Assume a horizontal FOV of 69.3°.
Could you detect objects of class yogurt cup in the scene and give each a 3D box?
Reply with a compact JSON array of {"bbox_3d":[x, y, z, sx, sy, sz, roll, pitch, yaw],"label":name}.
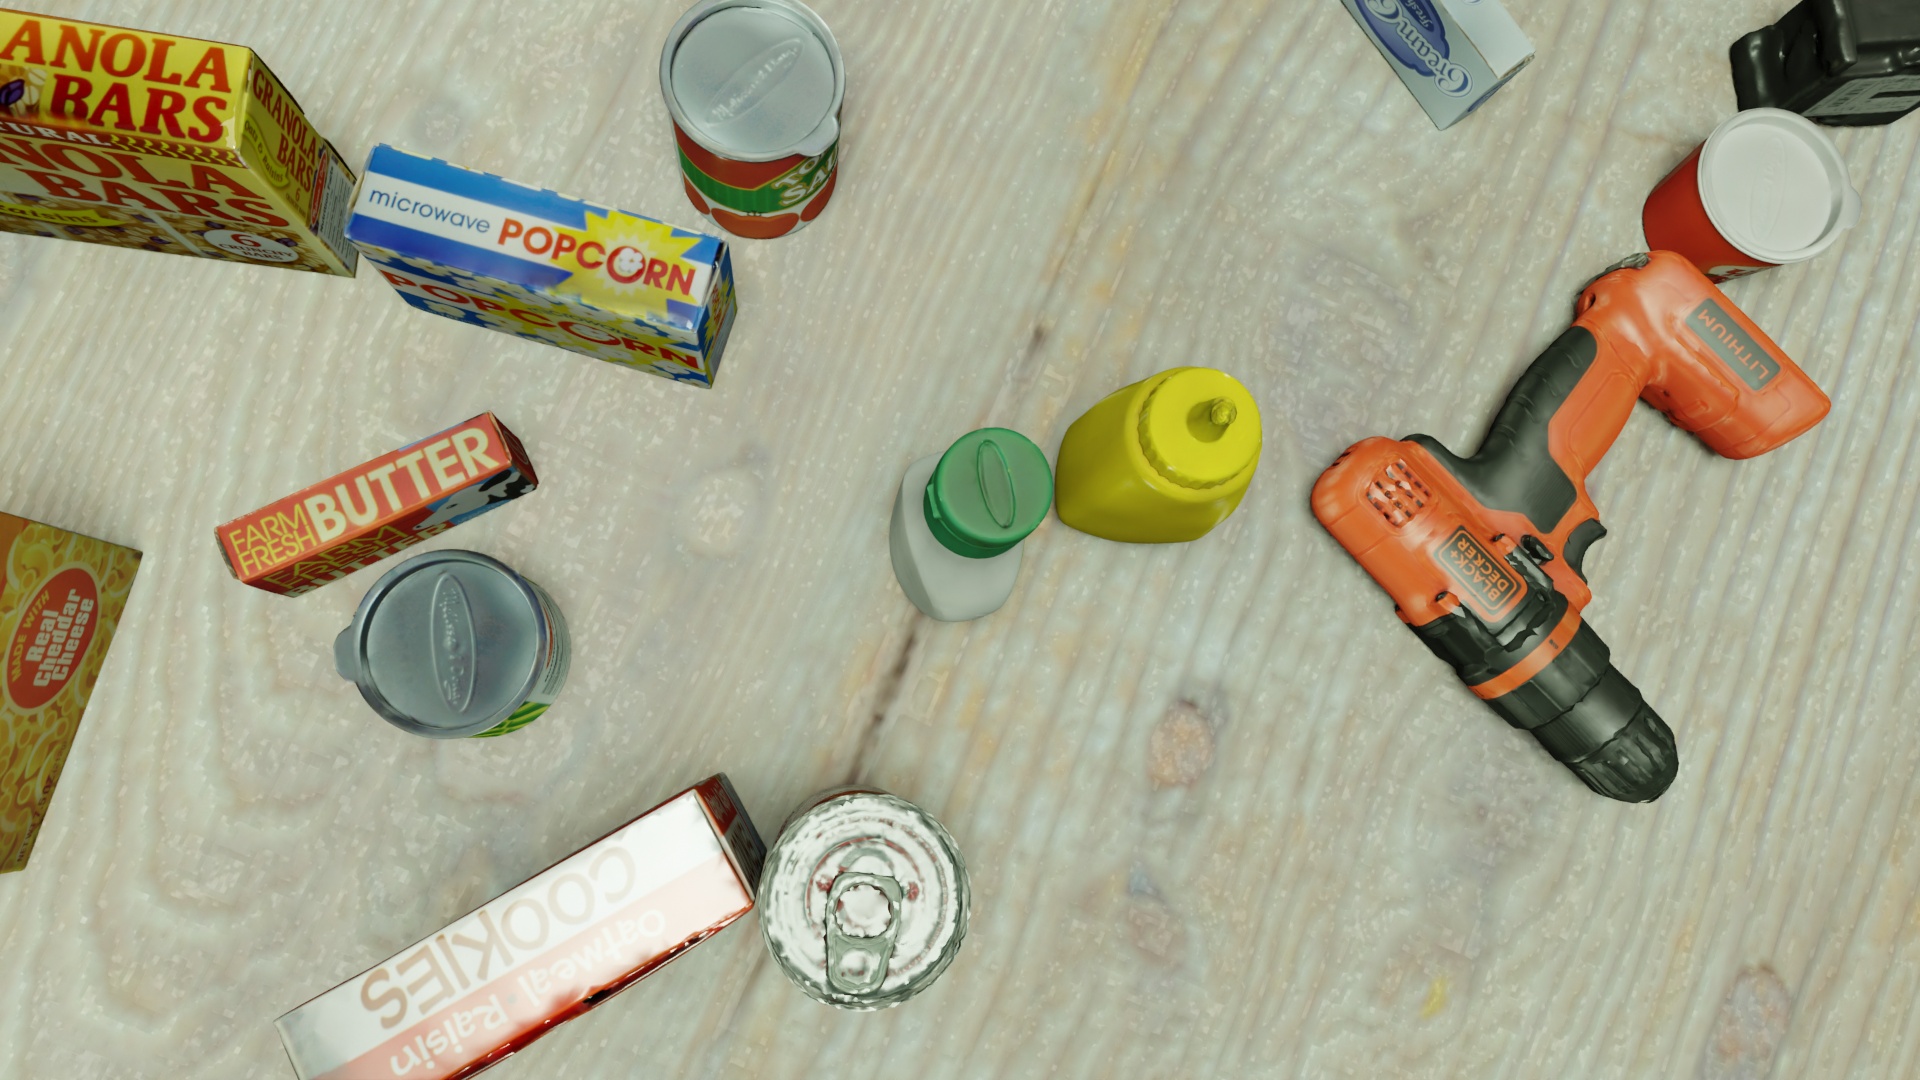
[{"bbox_3d":[0.336,-0.145,0.602,0.072,0.054,0.072,1,81,-7],"label":"yogurt cup"}]

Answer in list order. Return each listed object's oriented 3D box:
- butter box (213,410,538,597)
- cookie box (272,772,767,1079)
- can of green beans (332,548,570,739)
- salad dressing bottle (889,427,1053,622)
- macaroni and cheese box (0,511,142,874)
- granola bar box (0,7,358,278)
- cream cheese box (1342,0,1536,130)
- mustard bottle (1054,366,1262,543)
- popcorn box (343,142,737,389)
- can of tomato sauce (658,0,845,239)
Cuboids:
[{"bbox_3d":[-0.212,-0.012,0.514,0.104,0.053,0.024,-25,86,-10],"label":"butter box"},{"bbox_3d":[-0.125,0.123,0.446,0.123,0.167,0.040,-29,86,-10],"label":"cookie box"},{"bbox_3d":[-0.180,0.039,0.508,0.071,0.057,0.071,1,81,-7],"label":"can of green beans"},{"bbox_3d":[0.002,-0.006,0.491,0.044,0.147,0.064,-12,83,-8],"label":"salad dressing bottle"},{"bbox_3d":[-0.332,0.046,0.432,0.040,0.166,0.124,15,80,-5],"label":"macaroni and cheese box"},{"bbox_3d":[-0.312,-0.140,0.485,0.166,0.124,0.039,7,81,-6],"label":"granola bar box"},{"bbox_3d":[0.197,-0.232,0.598,0.024,0.053,0.104,-36,87,-10],"label":"cream cheese box"},{"bbox_3d":[0.075,-0.031,0.498,0.065,0.160,0.049,7,81,-6],"label":"mustard bottle"},{"bbox_3d":[-0.151,-0.099,0.519,0.127,0.085,0.038,15,80,-5],"label":"popcorn box"},{"bbox_3d":[-0.077,-0.161,0.538,0.071,0.083,0.071,1,82,-7],"label":"can of tomato sauce"}]
